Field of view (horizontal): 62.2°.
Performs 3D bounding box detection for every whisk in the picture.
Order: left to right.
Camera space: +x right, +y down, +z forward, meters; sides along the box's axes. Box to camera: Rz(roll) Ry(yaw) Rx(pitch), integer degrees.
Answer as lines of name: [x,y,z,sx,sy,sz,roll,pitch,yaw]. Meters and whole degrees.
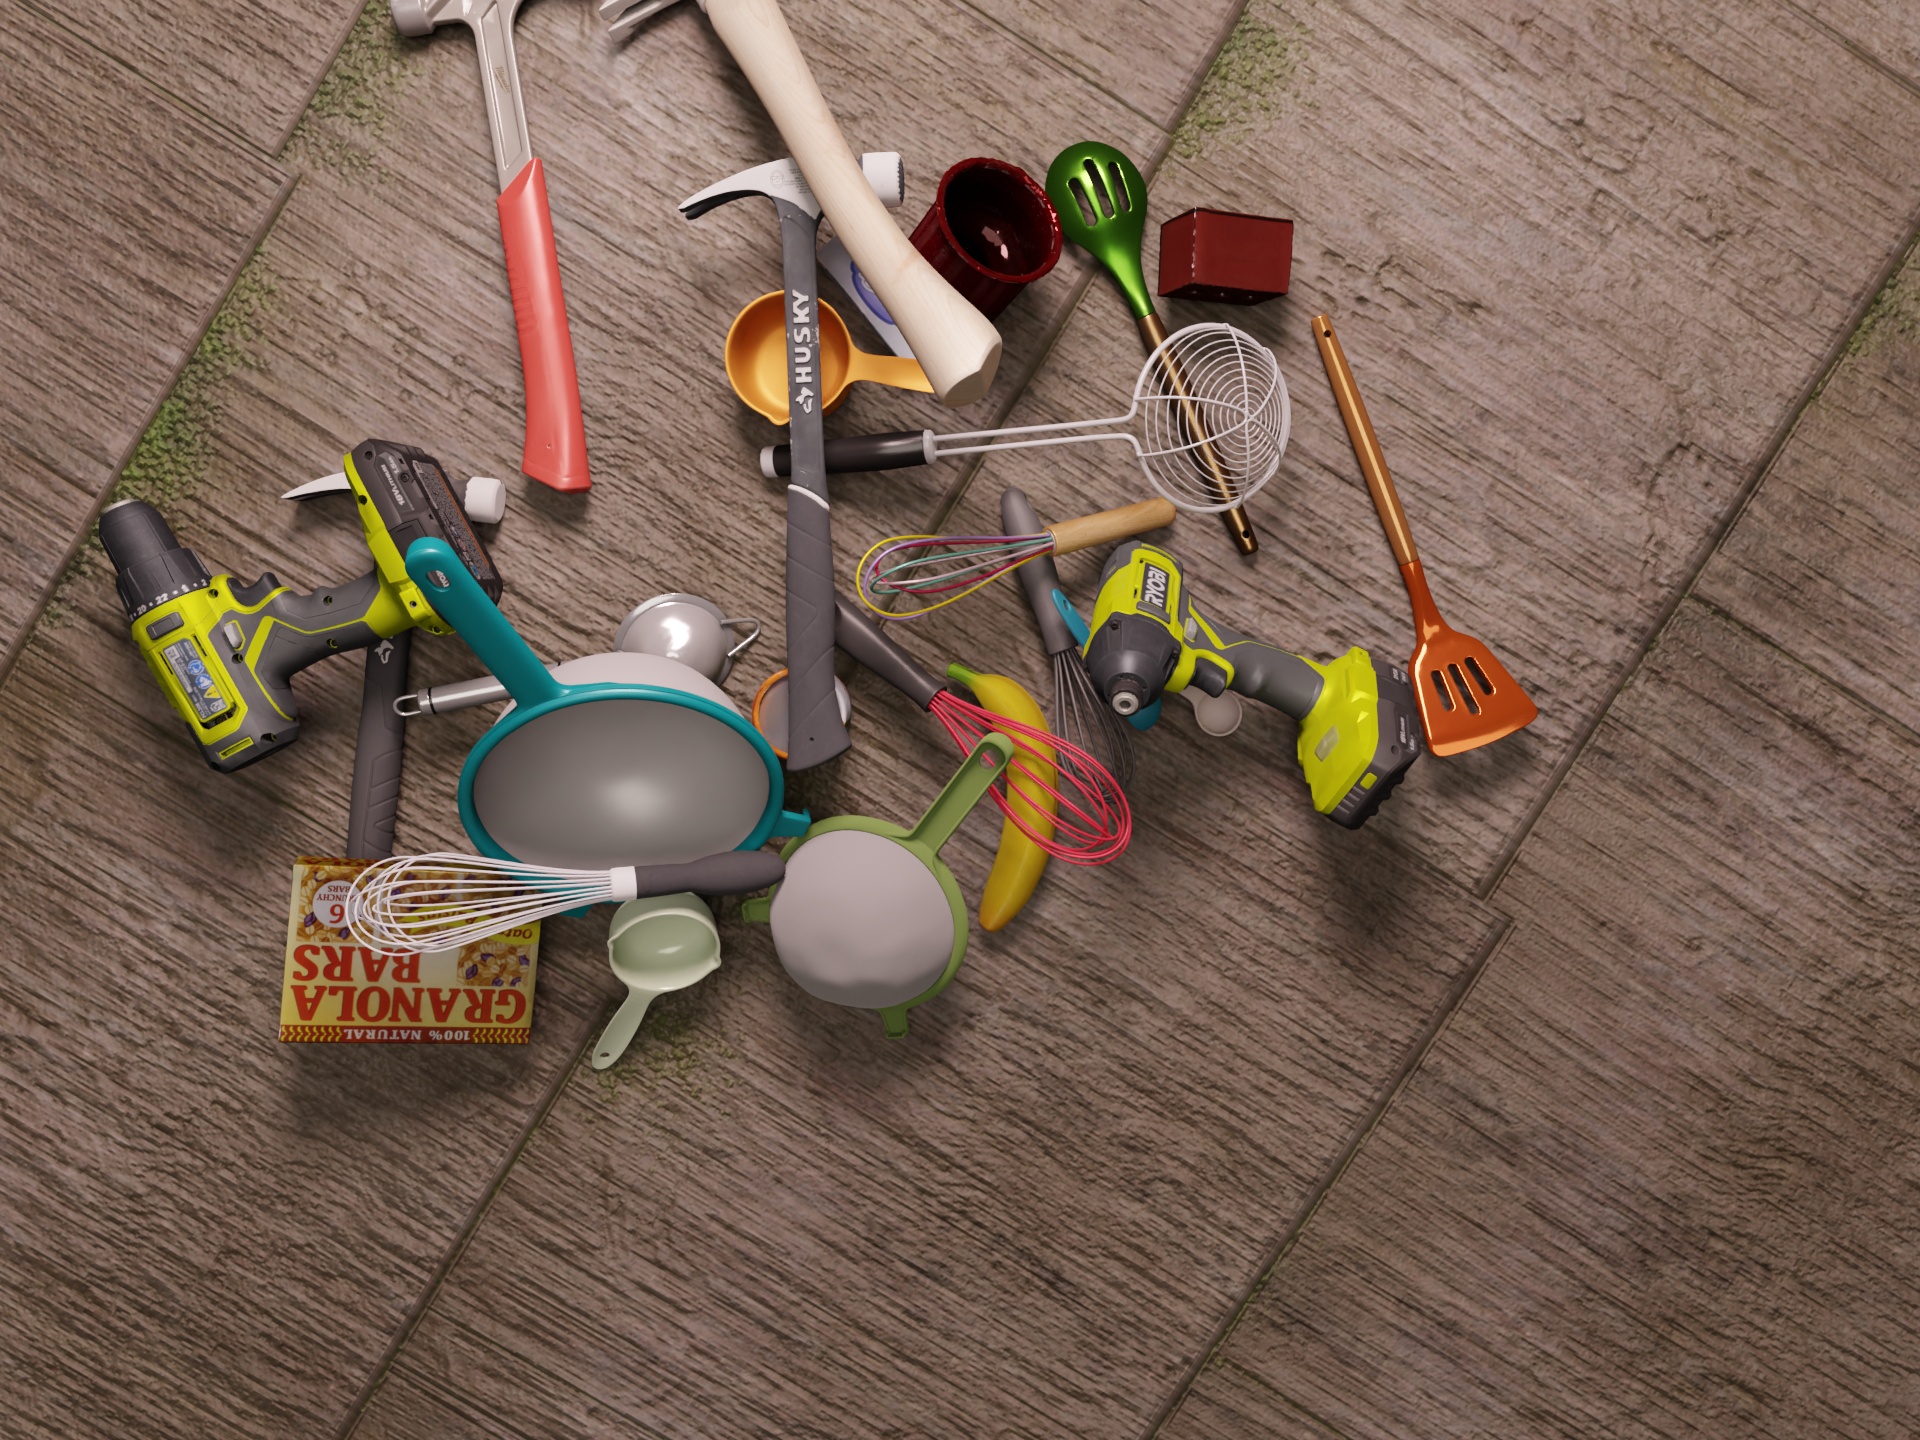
whisk: [-0.256,0.113,1.054,0.284,0.070,0.070,-4,94,-16]
whisk: [-0.002,-0.004,1.096,0.296,0.073,0.073,39,93,15]
whisk: [0.041,-0.121,1.085,0.245,0.051,0.047,-17,64,-22]
whisk: [0.071,-0.051,1.124,0.055,0.055,0.239,-18,90,1]

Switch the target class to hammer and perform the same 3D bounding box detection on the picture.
hammer: [-0.414,-0.014,1.127,0.146,0.035,0.335,7,94,-2]
hammer: [-0.291,-0.339,1.105,0.149,0.037,0.359,-9,94,0]
hammer: [-0.107,-0.169,1.063,0.149,0.036,0.409,-1,93,4]
hammer: [-0.095,-0.356,1.016,0.146,0.038,0.411,-28,67,-1]

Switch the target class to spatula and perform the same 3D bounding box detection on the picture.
spatula: [0.312,-0.135,1.124,0.081,0.041,0.322,-21,93,2]

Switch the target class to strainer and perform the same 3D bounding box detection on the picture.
strainer: [-0.250,-0.015,1.032,0.211,0.095,0.340,-21,135,9]
strainer: [-0.265,-0.032,1.109,0.258,0.050,0.086,-12,118,-5]
strainer: [-0.047,0.110,1.072,0.151,0.069,0.256,39,119,3]

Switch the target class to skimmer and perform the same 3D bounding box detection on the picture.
skimmer: [0.044,-0.198,1.109,0.363,0.090,0.127,-3,103,14]

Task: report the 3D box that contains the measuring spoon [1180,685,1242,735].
measuring spoon: [0.149,-0.033,1.145,0.124,0.018,0.034,40,79,3]

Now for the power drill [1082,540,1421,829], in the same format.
power drill: [0.190,-0.021,1.071,0.223,0.171,0.080,25,125,-6]

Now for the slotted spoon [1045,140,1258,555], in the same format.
slotted spoon: [0.144,-0.262,1.120,0.070,0.031,0.313,-25,95,-2]

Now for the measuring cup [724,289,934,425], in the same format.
measuring cup: [-0.074,-0.243,1.103,0.173,0.052,0.095,9,93,0]

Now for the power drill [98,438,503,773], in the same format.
power drill: [-0.446,-0.095,1.065,0.228,0.080,0.190,-27,95,3]

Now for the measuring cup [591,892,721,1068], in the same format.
measuring cup: [-0.229,0.183,1.133,0.083,0.038,0.167,16,123,-26]

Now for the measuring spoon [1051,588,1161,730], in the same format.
measuring spoon: [0.106,-0.046,1.109,0.021,0.042,0.128,-24,118,29]
